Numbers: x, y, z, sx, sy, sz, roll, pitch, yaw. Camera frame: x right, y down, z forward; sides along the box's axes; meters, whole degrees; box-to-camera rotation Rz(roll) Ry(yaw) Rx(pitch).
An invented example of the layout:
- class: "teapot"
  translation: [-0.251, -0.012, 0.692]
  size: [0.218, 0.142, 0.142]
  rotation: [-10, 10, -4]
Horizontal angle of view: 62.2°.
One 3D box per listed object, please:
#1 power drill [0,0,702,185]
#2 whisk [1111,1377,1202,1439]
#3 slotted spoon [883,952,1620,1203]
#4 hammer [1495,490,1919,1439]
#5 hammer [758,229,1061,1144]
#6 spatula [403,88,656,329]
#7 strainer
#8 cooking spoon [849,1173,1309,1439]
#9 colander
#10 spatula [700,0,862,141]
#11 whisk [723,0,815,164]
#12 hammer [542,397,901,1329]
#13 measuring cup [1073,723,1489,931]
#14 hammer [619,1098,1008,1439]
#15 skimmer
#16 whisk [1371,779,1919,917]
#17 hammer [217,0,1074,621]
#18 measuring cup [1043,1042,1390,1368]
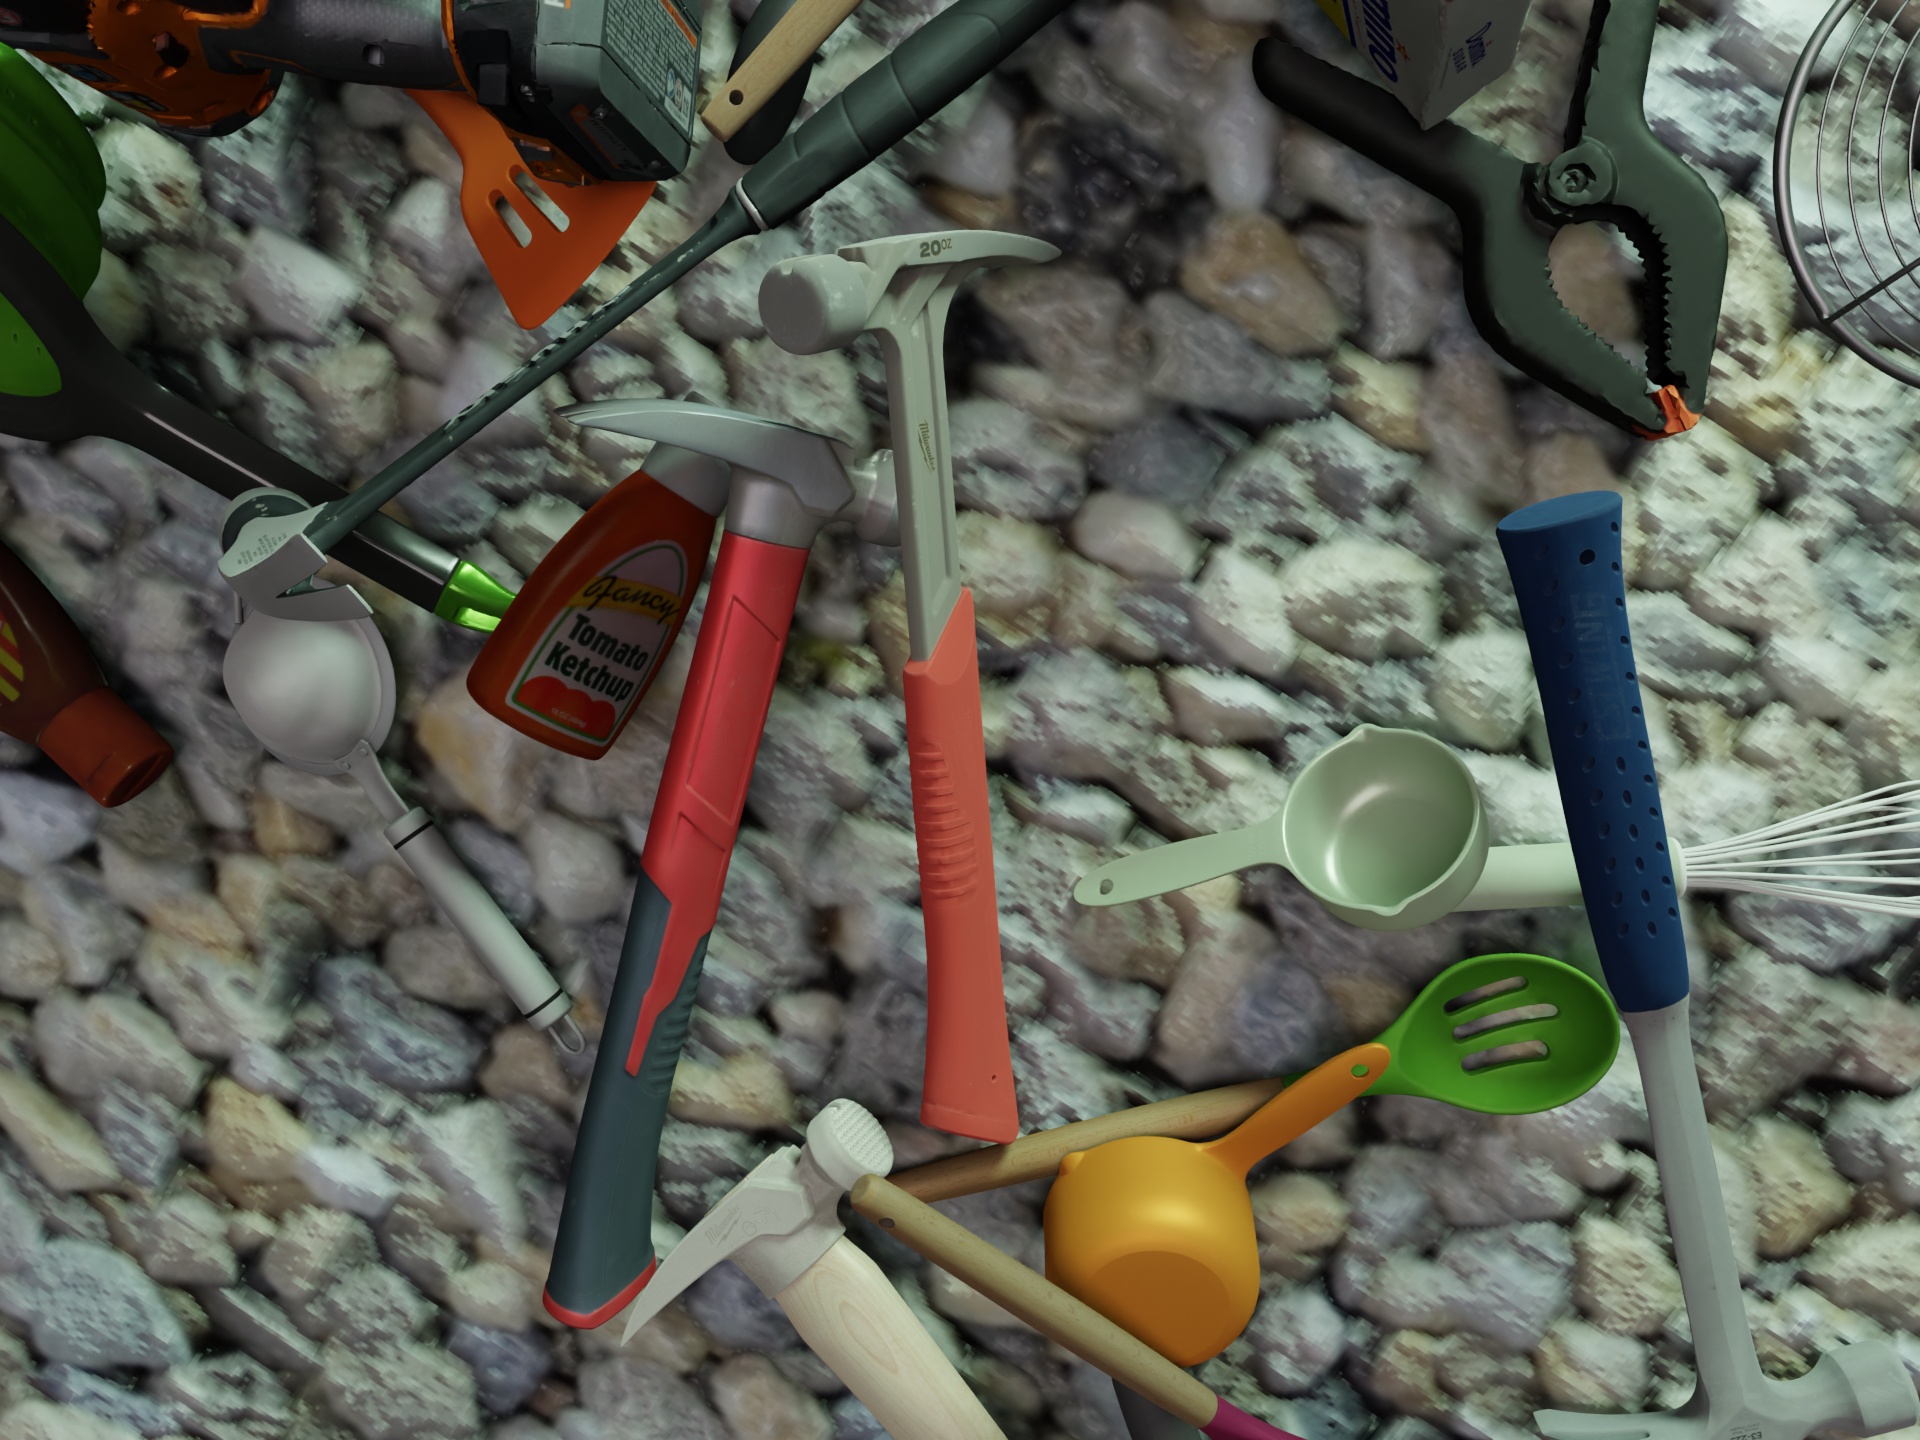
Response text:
- class: "power drill"
  translation: [-0.216, -0.241, 0.529]
  size: [0.226, 0.164, 0.084]
  rotation: [7, 94, 6]
- class: "whisk"
  translation: [0.115, 0.365, 0.675]
  size: [0.055, 0.055, 0.239]
  rotation: [-23, 90, 7]
- class: "slotted spoon"
  translation: [0.109, 0.158, 0.656]
  size: [0.314, 0.031, 0.070]
  rotation: [-17, 99, 9]
- class: "hammer"
  translation: [0.256, 0.116, 0.596]
  size: [0.144, 0.035, 0.405]
  rotation: [-17, 105, 4]
- class: "hammer"
  translation: [-0.001, -0.002, 0.617]
  size: [0.037, 0.149, 0.359]
  rotation: [7, 111, 34]
- class: "spatula"
  translation: [-0.251, -0.288, 0.623]
  size: [0.322, 0.041, 0.081]
  rotation: [44, 100, 0]
- class: "strainer"
  translation: [-0.236, 0.038, 0.665]
  size: [0.087, 0.050, 0.258]
  rotation: [-33, 97, 24]
- class: "cooking spoon"
  translation: [0.078, 0.257, 0.620]
  size: [0.318, 0.017, 0.068]
  rotation: [39, 124, -23]
- class: "colander"
  translation: [-0.329, -0.165, 0.618]
  size: [0.397, 0.204, 0.094]
  rotation: [31, 64, -15]
- class: "spatula"
  translation: [0.012, -0.334, 0.583]
  size: [0.060, 0.018, 0.316]
  rotation: [41, 88, -4]
- class: "whisk"
  translation: [-0.034, -0.346, 0.590]
  size: [0.070, 0.070, 0.284]
  rotation: [22, 103, 2]
- class: "hammer"
  translation: [-0.127, 0.068, 0.635]
  size: [0.143, 0.038, 0.386]
  rotation: [9, 104, -30]
- class: "measuring cup"
  translation: [0.127, 0.057, 0.634]
  size: [0.167, 0.038, 0.083]
  rotation: [-17, 53, 25]
- class: "hammer"
  translation: [0.035, 0.353, 0.648]
  size: [0.146, 0.038, 0.411]
  rotation: [-44, 84, 16]
- class: "skimmer"
  translation: [0.225, -0.253, 0.484]
  size: [0.127, 0.090, 0.364]
  rotation: [-30, 62, 3]
- class: "whisk"
  translation: [0.287, 0.057, 0.620]
  size: [0.246, 0.059, 0.058]
  rotation: [-4, 60, 9]
- class: "hammer"
  translation: [-0.085, -0.171, 0.556]
  size: [0.409, 0.149, 0.036]
  rotation: [-41, 118, -10]
- class: "measuring cup"
  translation: [0.105, 0.192, 0.626]
  size: [0.095, 0.052, 0.173]
  rotation: [40, 112, -14]
